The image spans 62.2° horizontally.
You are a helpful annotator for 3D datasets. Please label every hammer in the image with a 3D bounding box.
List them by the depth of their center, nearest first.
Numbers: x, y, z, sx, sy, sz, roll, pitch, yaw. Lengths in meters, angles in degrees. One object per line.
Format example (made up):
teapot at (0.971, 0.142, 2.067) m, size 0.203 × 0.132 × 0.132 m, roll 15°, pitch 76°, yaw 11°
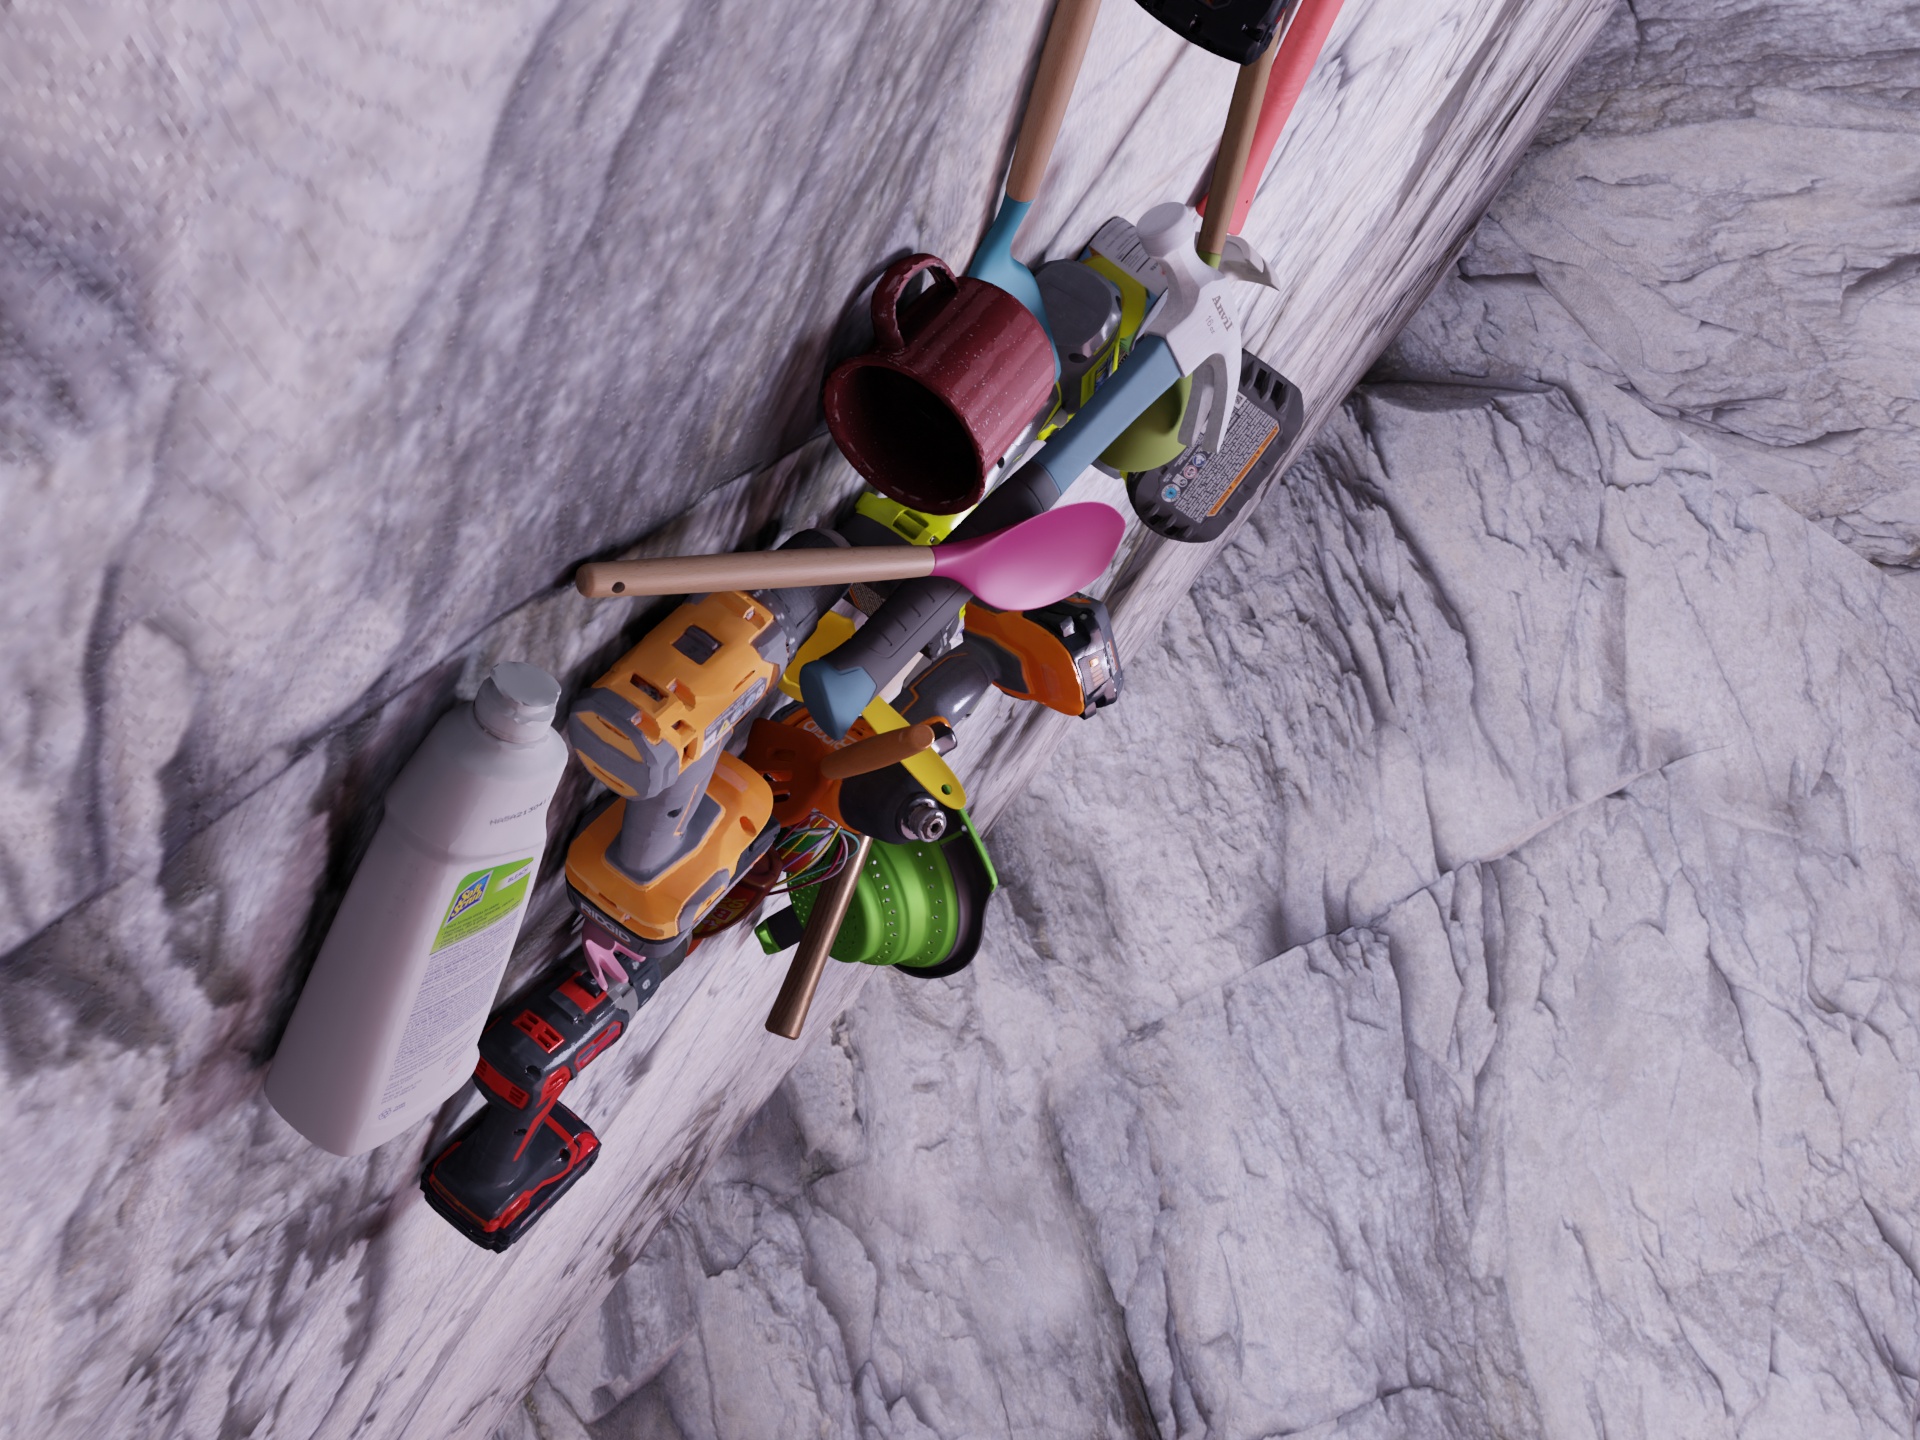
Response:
hammer at (0.034, -0.120, 0.848) m, size 0.331 × 0.033 × 0.128 m, roll -47°, pitch 129°, yaw -13°
hammer at (0.232, -0.455, 1.004) m, size 0.149 × 0.037 × 0.358 m, roll -47°, pitch 170°, yaw -31°
hammer at (0.066, -0.175, 1.136) m, size 0.410 × 0.038 × 0.146 m, roll -50°, pitch -158°, yaw 9°
hammer at (-0.077, 0.085, 1.226) m, size 0.130 × 0.031 × 0.331 m, roll 145°, pitch -34°, yaw -77°

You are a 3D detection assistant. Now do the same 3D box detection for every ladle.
ladle at (0.138, -0.298, 0.912) m, size 0.078 × 0.062 × 0.320 m, roll -24°, pitch 130°, yaw -63°

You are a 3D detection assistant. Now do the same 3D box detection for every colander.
colander at (-0.121, 0.164, 1.399) m, size 0.094 × 0.204 × 0.397 m, roll -24°, pitch 174°, yaw -37°

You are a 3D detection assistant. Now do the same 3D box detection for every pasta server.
pasta server at (-0.149, 0.050, 1.078) m, size 0.316 × 0.040 × 0.060 m, roll -49°, pitch 160°, yaw -27°

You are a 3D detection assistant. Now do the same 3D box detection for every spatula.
spatula at (0.043, -0.264, 0.754) m, size 0.082 × 0.044 × 0.317 m, roll -30°, pitch 161°, yaw -26°
spatula at (-0.076, 0.024, 0.907) m, size 0.322 × 0.041 × 0.081 m, roll 161°, pitch -62°, yaw -71°

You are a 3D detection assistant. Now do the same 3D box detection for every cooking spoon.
cooking spoon at (-0.037, -0.076, 0.760) m, size 0.318 × 0.017 × 0.068 m, roll -9°, pitch 135°, yaw -40°

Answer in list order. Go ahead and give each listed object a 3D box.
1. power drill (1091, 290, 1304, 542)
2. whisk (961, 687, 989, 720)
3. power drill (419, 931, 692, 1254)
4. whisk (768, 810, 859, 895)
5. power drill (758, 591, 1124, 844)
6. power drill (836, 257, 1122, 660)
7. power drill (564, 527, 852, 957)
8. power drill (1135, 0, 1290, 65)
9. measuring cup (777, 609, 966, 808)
power drill at (0.165, -0.236, 1.177) m, size 0.171 × 0.080 × 0.223 m, roll -53°, pitch -157°, yaw 18°
whisk at (0.033, -0.064, 1.587) m, size 0.057 × 0.059 × 0.246 m, roll -7°, pitch 155°, yaw -22°
power drill at (-0.274, 0.241, 1.097) m, size 0.188 × 0.080 × 0.226 m, roll -42°, pitch 164°, yaw -52°
whisk at (-0.151, 0.122, 1.188) m, size 0.051 × 0.047 × 0.245 m, roll 11°, pitch 148°, yaw -35°
power drill at (-0.002, -0.003, 1.048) m, size 0.226 × 0.164 × 0.084 m, roll -34°, pitch 127°, yaw -22°
power drill at (0.018, -0.155, 0.987) m, size 0.228 × 0.080 × 0.190 m, roll -54°, pitch 171°, yaw -7°
power drill at (-0.133, 0.008, 0.858) m, size 0.185 × 0.084 × 0.226 m, roll -48°, pitch 167°, yaw -36°
power drill at (0.164, -0.399, 0.748) m, size 0.220 × 0.078 × 0.143 m, roll -49°, pitch 172°, yaw -41°
measuring cup at (-0.056, -0.002, 0.962) m, size 0.062 × 0.156 × 0.029 m, roll -45°, pitch -176°, yaw -30°
